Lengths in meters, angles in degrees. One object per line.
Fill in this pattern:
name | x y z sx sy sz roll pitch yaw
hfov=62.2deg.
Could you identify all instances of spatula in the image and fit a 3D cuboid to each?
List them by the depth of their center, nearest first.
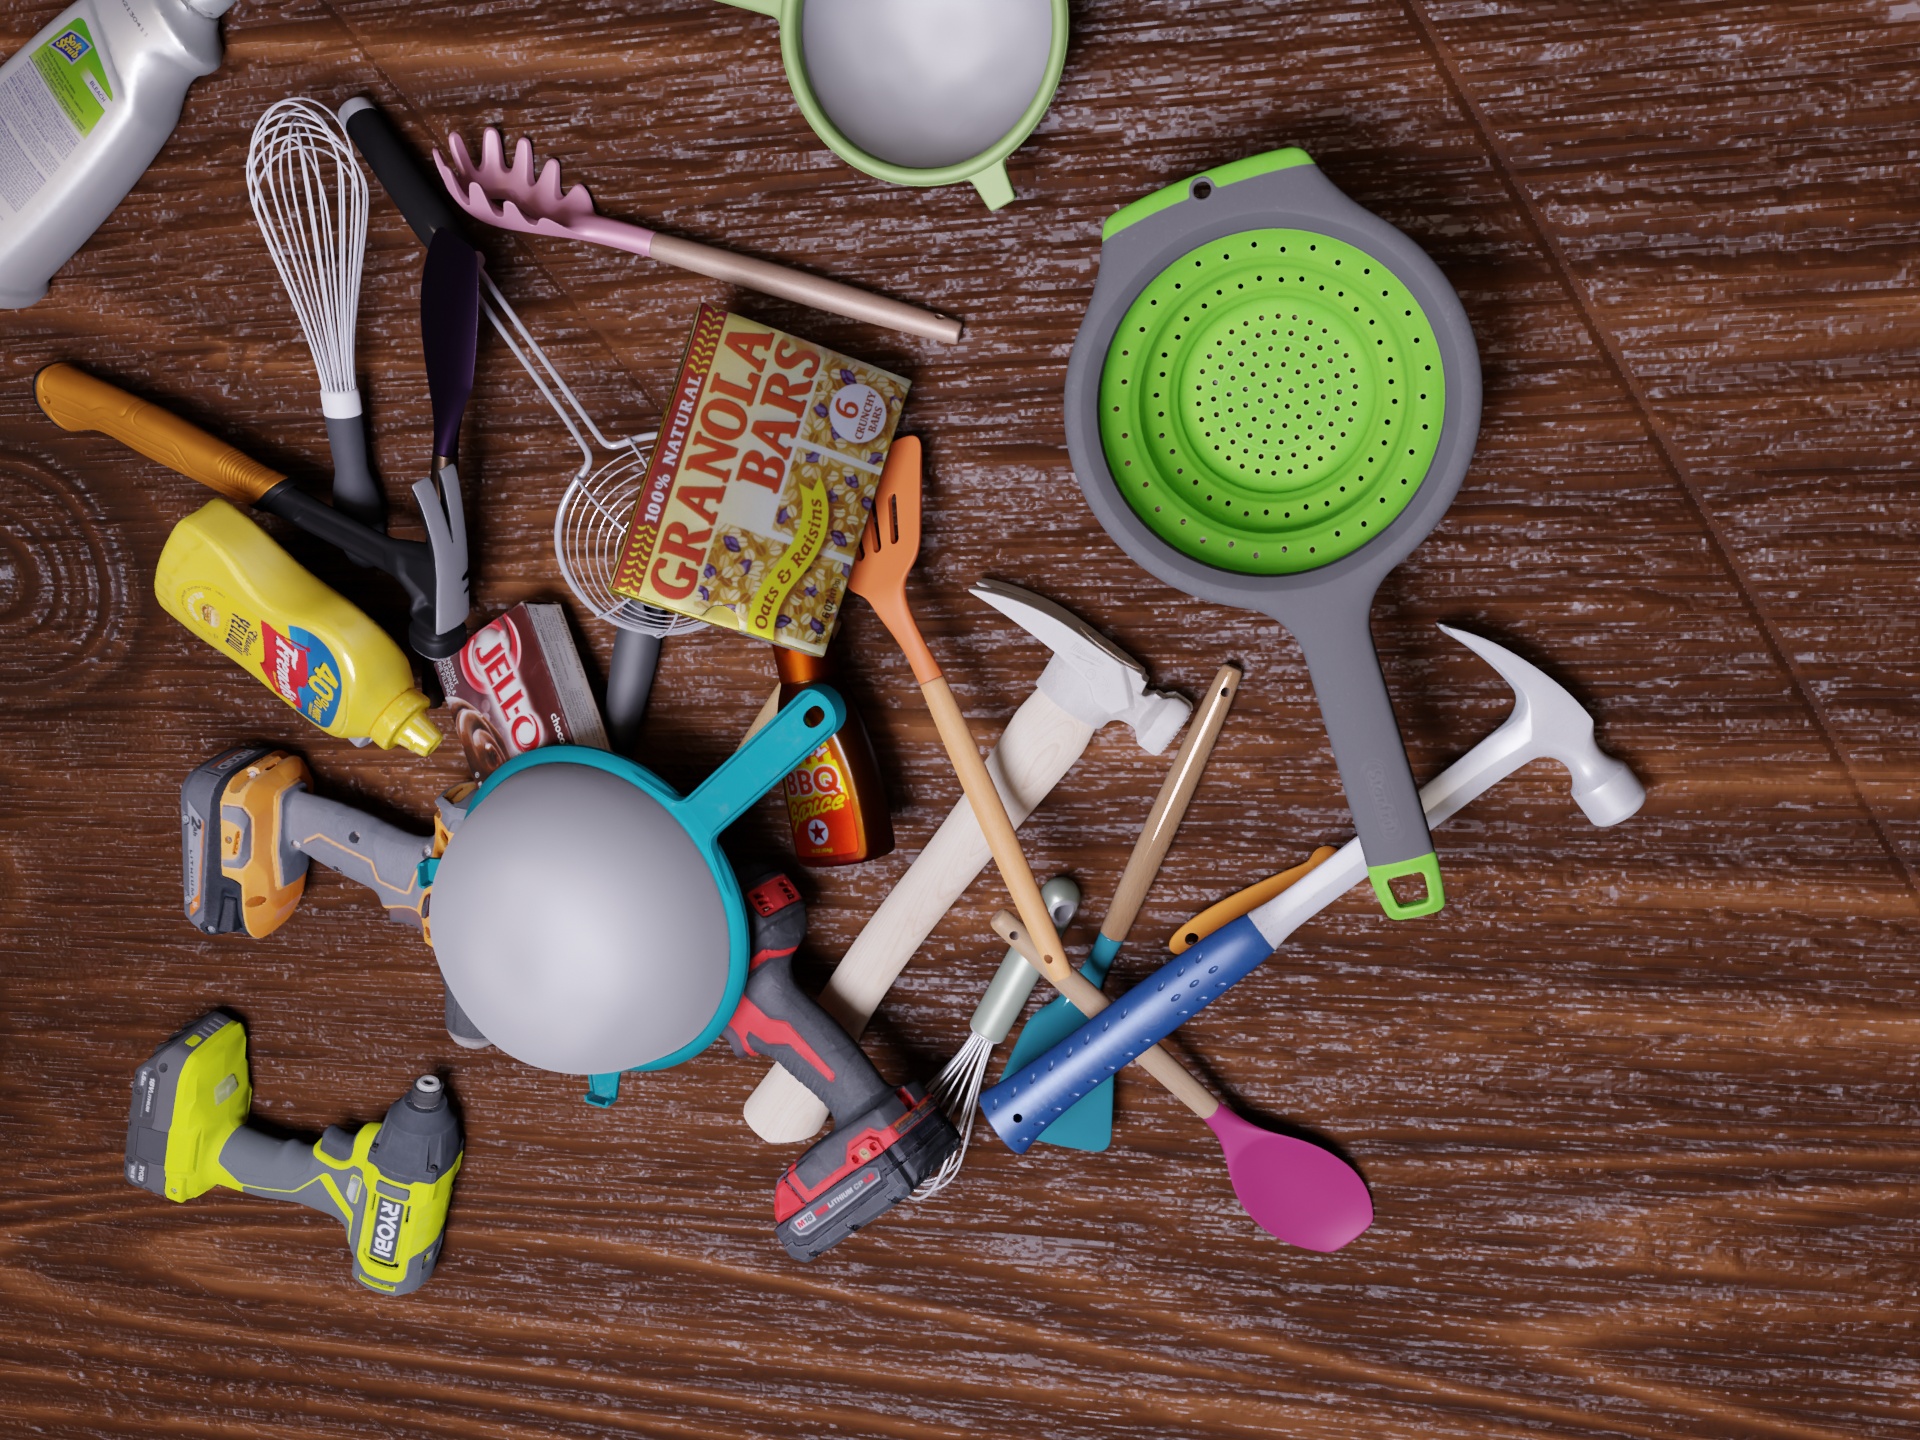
spatula | -0.001 -0.003 0.914 0.081 0.041 0.322 -23 91 32
spatula | 0.104 0.113 0.954 0.082 0.044 0.317 17 109 -10
spatula | -0.315 -0.141 0.964 0.060 0.018 0.315 36 128 31

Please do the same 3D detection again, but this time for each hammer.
hammer | 0.175 0.108 0.901 0.405 0.035 0.144 -38 93 10
hammer | -0.445 -0.156 0.985 0.337 0.034 0.127 25 131 15
hammer | -0.032 0.106 0.990 0.146 0.038 0.410 36 112 3

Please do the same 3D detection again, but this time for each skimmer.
skimmer | -0.250 -0.213 0.950 0.127 0.090 0.363 -36 84 2

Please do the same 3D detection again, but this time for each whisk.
whisk | -0.377 -0.224 0.958 0.070 0.070 0.284 8 120 12
whisk | 0.013 0.202 1.006 0.057 0.059 0.246 16 110 -30
whisk | -0.216 0.023 1.009 0.055 0.055 0.239 16 105 9

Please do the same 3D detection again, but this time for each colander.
colander | 0.188 -0.090 0.841 0.204 0.094 0.397 -16 100 18

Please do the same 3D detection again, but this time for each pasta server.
pasta server | -0.149 -0.270 0.906 0.316 0.060 0.040 18 136 5

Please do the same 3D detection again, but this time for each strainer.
strainer | -0.062 -0.374 0.836 0.256 0.069 0.151 18 112 9
strainer | -0.193 0.092 0.896 0.340 0.095 0.211 -40 87 31

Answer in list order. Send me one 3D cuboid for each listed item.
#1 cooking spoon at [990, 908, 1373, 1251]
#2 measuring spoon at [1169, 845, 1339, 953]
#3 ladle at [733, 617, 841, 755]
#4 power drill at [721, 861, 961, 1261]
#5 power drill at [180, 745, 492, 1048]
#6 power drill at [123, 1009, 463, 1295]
cooking spoon | 0.135 0.220 0.965 0.318 0.017 0.068 43 107 -13
measuring spoon | 0.175 0.109 0.942 0.117 0.011 0.021 -31 101 10
ladle | -0.159 0.064 1.006 0.031 0.069 0.315 42 108 29
power drill | -0.114 0.211 0.987 0.143 0.078 0.220 -40 81 26
power drill | -0.396 0.118 1.065 0.226 0.084 0.185 10 110 6
power drill | -0.470 0.300 1.139 0.223 0.080 0.171 18 111 4
